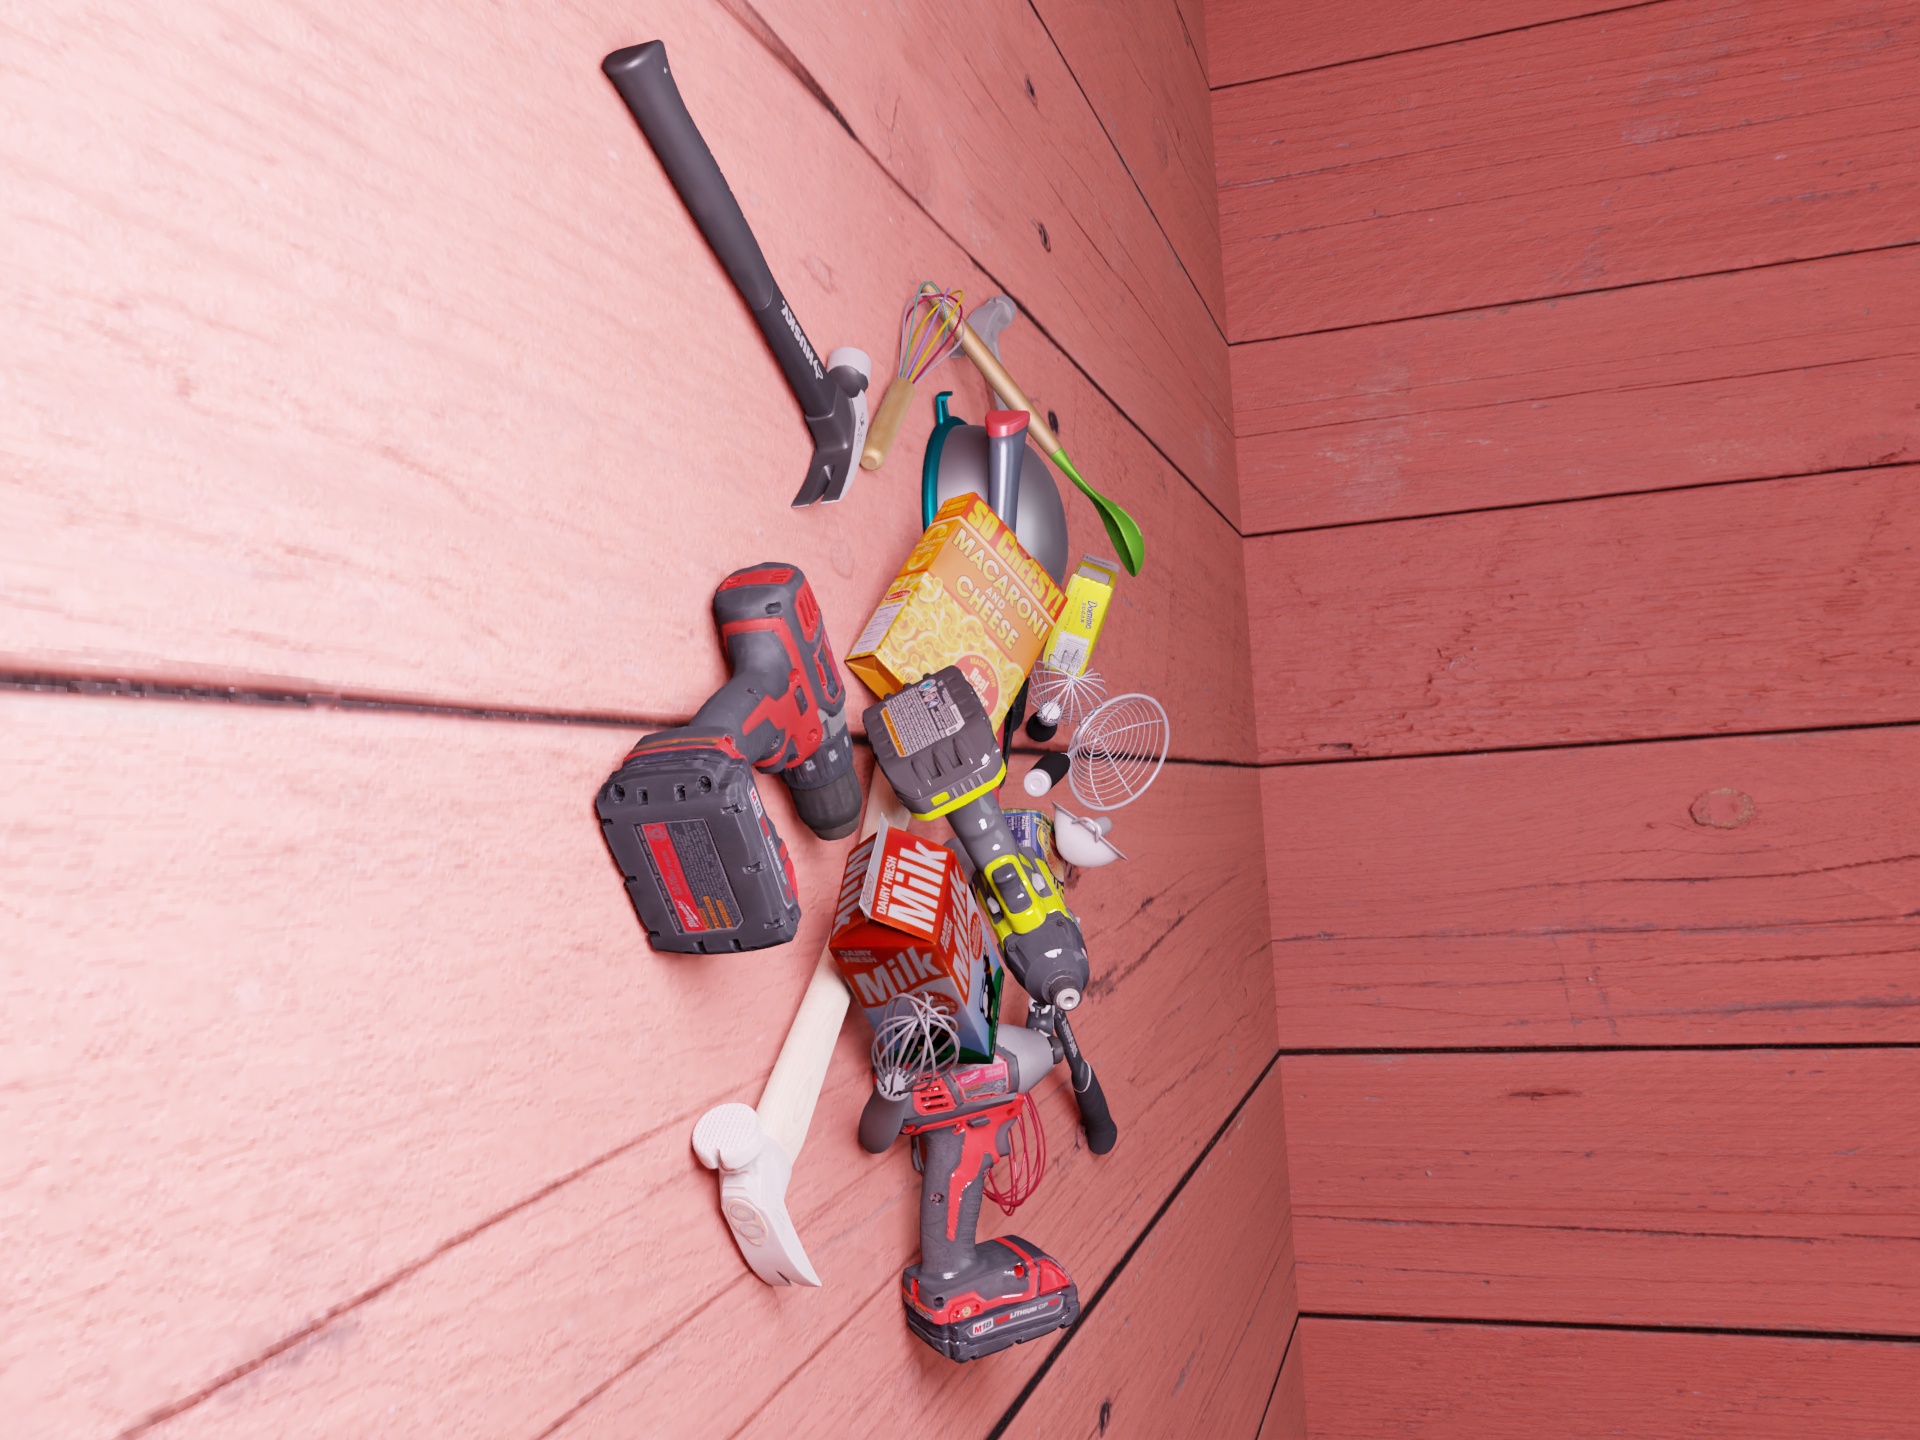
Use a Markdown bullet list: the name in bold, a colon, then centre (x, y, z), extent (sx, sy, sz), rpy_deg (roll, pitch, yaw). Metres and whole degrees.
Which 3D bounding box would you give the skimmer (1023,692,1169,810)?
- **skimmer**: centre (0.128, 0.044, 1.466), extent (0.127, 0.090, 0.363), rpy_deg (-67, 171, 10)

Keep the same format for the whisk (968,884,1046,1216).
- **whisk**: centre (0.018, 0.254, 1.294), extent (0.073, 0.073, 0.296), rpy_deg (3, 77, -72)

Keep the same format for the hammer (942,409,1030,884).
- **hammer**: centre (0.032, -0.059, 1.298), extent (0.143, 0.038, 0.386), rpy_deg (19, 74, -72)

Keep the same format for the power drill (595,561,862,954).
- **power drill**: centre (-0.113, 0.037, 0.913), extent (0.227, 0.080, 0.187), rpy_deg (-73, 153, -55)

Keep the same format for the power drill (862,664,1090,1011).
- **power drill**: centre (0.021, 0.087, 1.102), extent (0.223, 0.080, 0.171), rpy_deg (62, 0, -27)

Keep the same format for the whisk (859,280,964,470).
- **whisk**: centre (-0.039, -0.280, 1.270), extent (0.245, 0.047, 0.051), rpy_deg (-72, 153, -43)

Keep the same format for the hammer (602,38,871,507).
- **hammer**: centre (-0.132, -0.275, 0.993), extent (0.334, 0.035, 0.146), rpy_deg (59, 31, -53)

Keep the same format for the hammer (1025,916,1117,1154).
- **hammer**: centre (0.113, 0.331, 1.536), extent (0.408, 0.036, 0.149), rpy_deg (70, 28, -55)

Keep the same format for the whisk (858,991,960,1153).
- **whisk**: centre (-0.039, 0.232, 1.006), extent (0.238, 0.055, 0.055), rpy_deg (108, -8, -56)

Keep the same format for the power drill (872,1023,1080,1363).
- **power drill**: centre (0.018, 0.329, 1.143), extent (0.143, 0.078, 0.219), rpy_deg (-8, 95, -27)

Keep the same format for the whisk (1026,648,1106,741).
- **whisk**: centre (0.085, -0.013, 1.461), extent (0.284, 0.070, 0.070), rpy_deg (109, -20, -80)

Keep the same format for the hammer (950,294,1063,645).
- **hammer**: centre (0.061, -0.228, 1.573), extent (0.149, 0.037, 0.358), rpy_deg (-67, 147, -55)

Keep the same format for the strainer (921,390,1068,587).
- **strainer**: centre (0.064, -0.148, 1.466), extent (0.340, 0.095, 0.211), rpy_deg (44, 44, -62)

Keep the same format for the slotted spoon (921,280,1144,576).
- **slotted spoon**: centre (0.068, -0.257, 1.396), extent (0.313, 0.031, 0.070), rpy_deg (50, 1, -10)

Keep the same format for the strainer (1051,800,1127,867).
- **strainer**: centre (0.124, 0.108, 1.506), extent (0.050, 0.087, 0.258), rpy_deg (-53, 171, 6)

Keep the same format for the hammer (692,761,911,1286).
- **hammer**: centre (-0.077, 0.165, 1.051), extent (0.411, 0.038, 0.146), rpy_deg (-72, 153, -50)
